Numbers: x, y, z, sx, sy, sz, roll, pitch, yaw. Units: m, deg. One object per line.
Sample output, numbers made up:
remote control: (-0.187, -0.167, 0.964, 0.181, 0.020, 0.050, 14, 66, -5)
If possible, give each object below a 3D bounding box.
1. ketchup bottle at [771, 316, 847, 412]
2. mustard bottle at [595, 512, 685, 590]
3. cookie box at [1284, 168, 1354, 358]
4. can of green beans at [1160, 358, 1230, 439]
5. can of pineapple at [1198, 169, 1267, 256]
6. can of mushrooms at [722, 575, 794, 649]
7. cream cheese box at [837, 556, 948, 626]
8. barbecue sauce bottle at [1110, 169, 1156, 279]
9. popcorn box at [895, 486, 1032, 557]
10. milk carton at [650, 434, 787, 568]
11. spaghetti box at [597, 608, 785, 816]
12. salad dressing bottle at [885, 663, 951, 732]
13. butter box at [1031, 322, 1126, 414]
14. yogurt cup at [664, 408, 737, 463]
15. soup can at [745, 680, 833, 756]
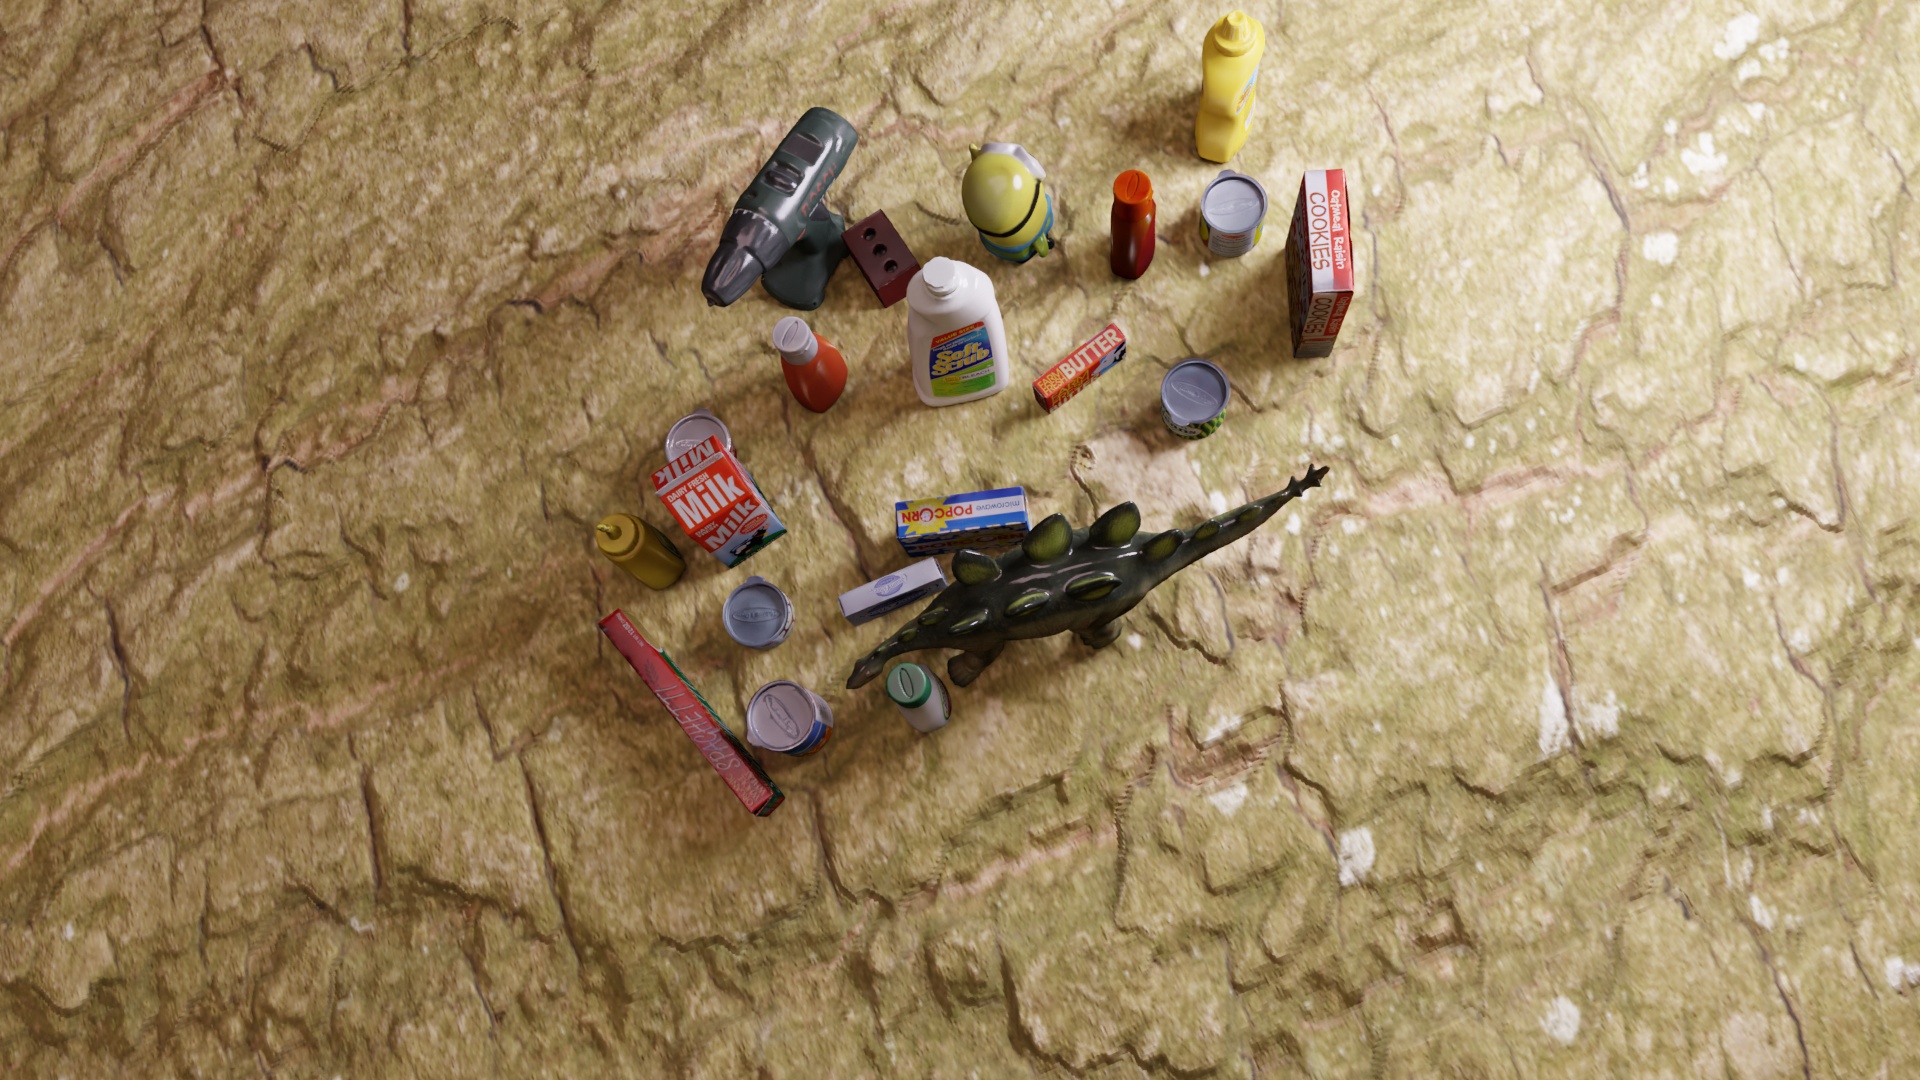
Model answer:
ketchup bottle: (-0.151, -0.177, 1.376, 0.043, 0.148, 0.065, 26, 81, 12)
mustard bottle: (-0.316, 0.005, 1.345, 0.049, 0.160, 0.065, -43, 76, -4)
cookie box: (0.342, -0.261, 1.328, 0.040, 0.167, 0.123, -2, 76, 6)
can of green beans: (0.230, -0.138, 1.368, 0.071, 0.057, 0.071, -2, 76, 7)
can of pineapple: (0.276, -0.331, 1.410, 0.071, 0.057, 0.071, -2, 76, 7)
can of mushrooms: (-0.200, 0.073, 1.380, 0.071, 0.033, 0.071, -2, 76, 6)
cream cheese box: (-0.065, 0.050, 1.359, 0.104, 0.053, 0.024, -23, 75, 1)
barbecue sauce bottle: (0.170, -0.315, 1.372, 0.044, 0.148, 0.065, 16, 79, 10)
popcorn box: (0.005, -0.017, 1.351, 0.127, 0.085, 0.038, -7, 76, 5)
milk carton: (-0.234, -0.039, 1.330, 0.072, 0.190, 0.073, -34, 75, -2)
spaghetti box: (-0.262, 0.168, 1.356, 0.029, 0.050, 0.250, -42, 75, -4)
salad dressing bottle: (-0.039, 0.142, 1.285, 0.044, 0.147, 0.064, -19, 75, 2)
butter box: (0.120, -0.172, 1.392, 0.103, 0.053, 0.024, -37, 75, -3)
yogurt cup: (-0.261, -0.091, 1.417, 0.072, 0.054, 0.072, -2, 76, 6)
soup can: (-0.164, 0.173, 1.325, 0.071, 0.083, 0.071, -2, 77, 7)
